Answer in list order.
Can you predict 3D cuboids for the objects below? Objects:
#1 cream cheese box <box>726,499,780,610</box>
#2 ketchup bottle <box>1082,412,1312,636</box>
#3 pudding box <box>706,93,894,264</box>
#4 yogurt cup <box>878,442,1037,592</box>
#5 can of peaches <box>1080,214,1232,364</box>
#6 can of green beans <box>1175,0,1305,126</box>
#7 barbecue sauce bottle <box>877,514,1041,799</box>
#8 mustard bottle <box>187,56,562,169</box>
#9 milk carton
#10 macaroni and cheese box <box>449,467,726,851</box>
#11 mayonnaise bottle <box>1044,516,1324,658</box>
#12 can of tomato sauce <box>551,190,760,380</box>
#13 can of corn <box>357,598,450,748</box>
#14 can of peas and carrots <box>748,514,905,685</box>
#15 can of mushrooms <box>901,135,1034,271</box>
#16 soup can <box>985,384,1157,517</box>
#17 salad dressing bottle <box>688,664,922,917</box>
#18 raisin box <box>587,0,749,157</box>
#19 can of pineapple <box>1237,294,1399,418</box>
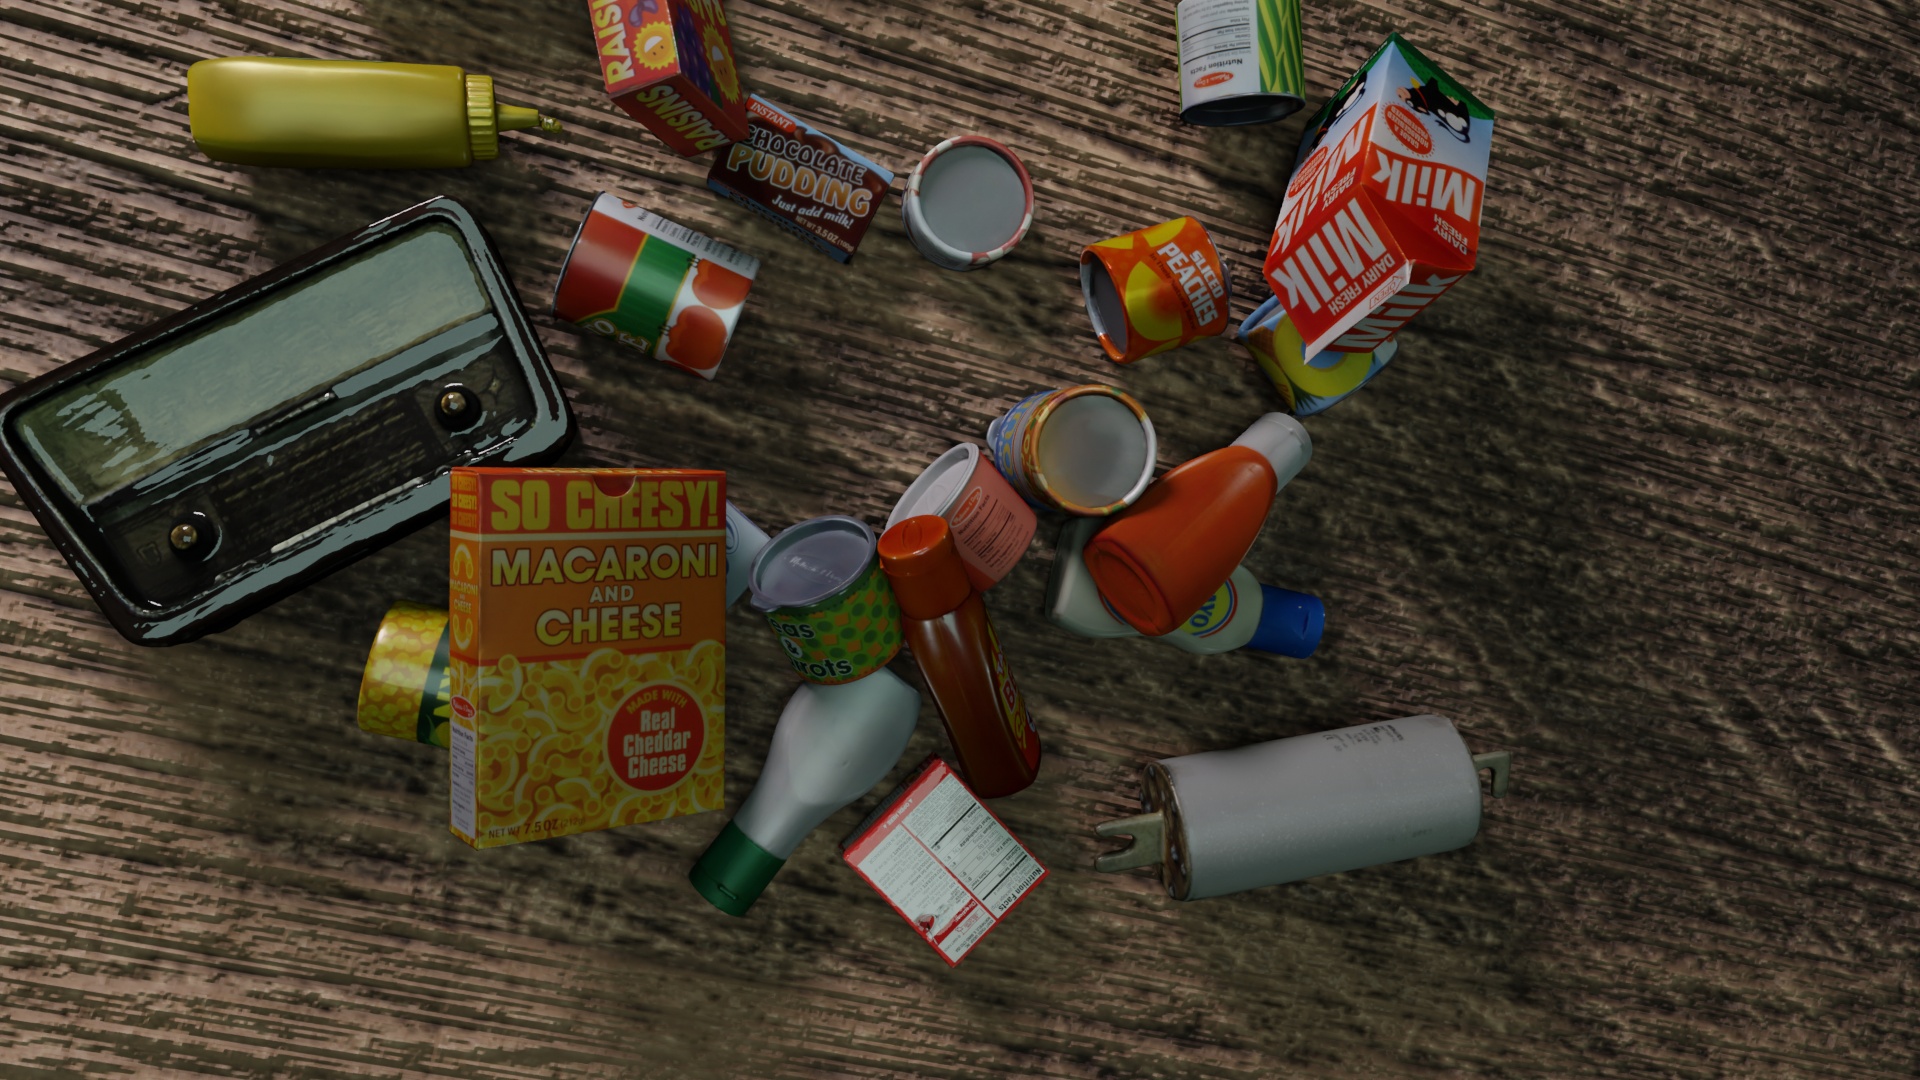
[{"bbox_3d":[-0.145,0.025,0.711,0.053,0.024,0.104,42,85,-11],"label":"cream cheese box"},{"bbox_3d":[0.131,-0.016,0.727,0.149,0.043,0.064,-39,95,-32],"label":"ketchup bottle"},{"bbox_3d":[-0.082,-0.184,0.711,0.084,0.030,0.049,28,86,-11],"label":"pudding box"},{"bbox_3d":[0.003,-0.009,0.719,0.054,0.072,0.072,40,85,-18],"label":"yogurt cup"},{"bbox_3d":[0.102,-0.131,0.729,0.058,0.071,0.071,-18,96,-8],"label":"can of peaches"},{"bbox_3d":[0.148,-0.256,0.735,0.071,0.071,0.057,-4,93,-11],"label":"can of green beans"},{"bbox_3d":[0.000,0.057,0.696,0.043,0.065,0.148,-17,120,7],"label":"barbecue sauce bottle"},{"bbox_3d":[-0.272,-0.202,0.659,0.160,0.065,0.048,-4,99,-17],"label":"mustard bottle"},{"bbox_3d":[0.210,-0.166,0.698,0.073,0.072,0.191,33,50,-11],"label":"milk carton"},{"bbox_3d":[-0.171,0.049,0.648,0.124,0.040,0.166,-2,95,-39],"label":"macaroni and cheese box"},{"bbox_3d":[0.123,0.031,0.755,0.148,0.041,0.065,13,83,-11],"label":"mayonnaise bottle"},{"bbox_3d":[-0.150,-0.122,0.683,0.083,0.071,0.071,22,89,-12],"label":"can of tomato sauce"},{"bbox_3d":[-0.250,0.065,0.669,0.058,0.071,0.071,14,90,-10],"label":"can of corn"},{"bbox_3d":[-0.066,0.032,0.695,0.071,0.071,0.058,-28,128,-8],"label":"can of peas and carrots"},{"bbox_3d":[0.005,-0.178,0.727,0.071,0.033,0.071,0,92,-10],"label":"can of mushrooms"},{"bbox_3d":[0.055,-0.047,0.717,0.071,0.084,0.071,-1,93,-10],"label":"soup can"},{"bbox_3d":[-0.081,0.125,0.719,0.064,0.044,0.148,39,86,-12],"label":"salad dressing bottle"},{"bbox_3d":[-0.143,-0.255,0.654,0.040,0.086,0.123,-14,83,11],"label":"raisin box"},{"bbox_3d":[0.191,-0.107,0.750,0.071,0.071,0.058,-39,99,-7],"label":"can of pineapple"}]
